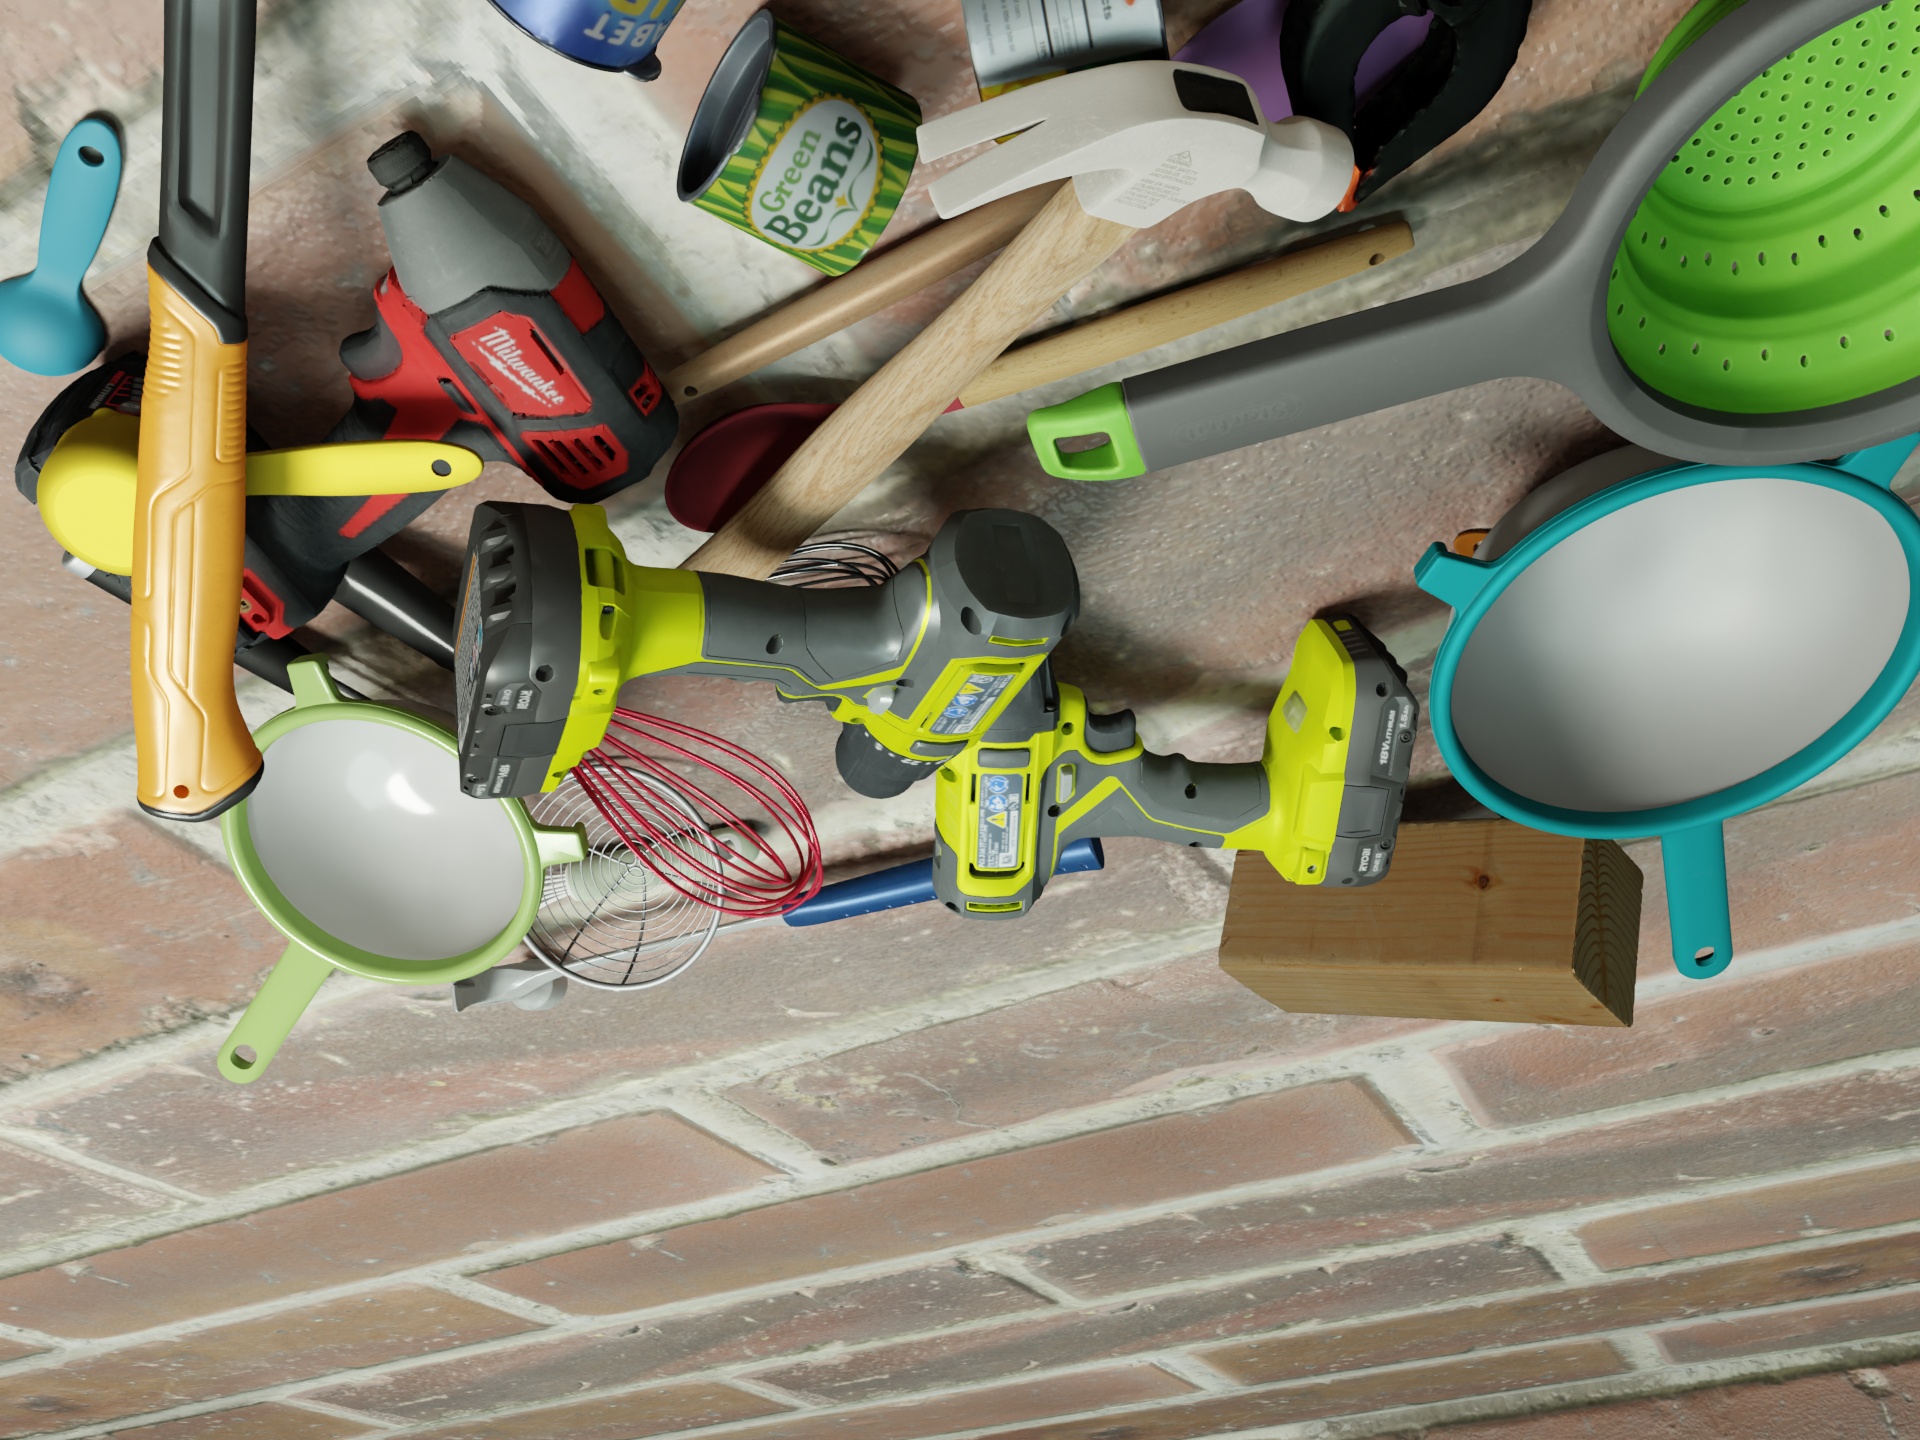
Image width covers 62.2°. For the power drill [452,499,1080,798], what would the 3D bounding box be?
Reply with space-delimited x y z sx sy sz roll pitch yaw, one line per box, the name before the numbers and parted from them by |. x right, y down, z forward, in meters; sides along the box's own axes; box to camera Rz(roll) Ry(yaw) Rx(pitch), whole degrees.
power drill | -0.085 -0.018 0.653 0.228 0.080 0.190 0 153 -23

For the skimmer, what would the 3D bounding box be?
skimmer | -0.271 0.025 0.796 0.127 0.090 0.362 -42 131 12

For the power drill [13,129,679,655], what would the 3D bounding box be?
power drill | -0.233 -0.120 0.603 0.219 0.079 0.143 -21 127 17

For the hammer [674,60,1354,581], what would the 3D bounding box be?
hammer | -0.021 -0.120 0.582 0.130 0.031 0.331 0 157 -39

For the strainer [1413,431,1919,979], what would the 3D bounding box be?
strainer | 0.330 -0.008 0.754 0.211 0.095 0.340 -17 132 13

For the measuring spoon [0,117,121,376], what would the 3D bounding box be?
measuring spoon | -0.330 -0.167 0.582 0.042 0.021 0.128 20 140 -28

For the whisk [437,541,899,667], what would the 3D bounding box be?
whisk | -0.141 -0.045 0.747 0.239 0.055 0.055 -6 144 13

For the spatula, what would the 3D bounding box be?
spatula | 0.018 -0.185 0.579 0.316 0.018 0.059 -22 138 21

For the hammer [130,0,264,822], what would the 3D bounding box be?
hammer | -0.258 -0.117 0.517 0.127 0.034 0.336 5 116 -17

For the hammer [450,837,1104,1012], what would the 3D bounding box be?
hammer | -0.115 0.119 0.956 0.405 0.035 0.144 -15 169 11

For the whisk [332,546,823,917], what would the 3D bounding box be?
whisk | -0.185 -0.004 0.731 0.295 0.073 0.073 36 133 -12

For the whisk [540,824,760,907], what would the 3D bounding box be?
whisk | -0.236 0.097 0.945 0.246 0.058 0.059 -12 178 9

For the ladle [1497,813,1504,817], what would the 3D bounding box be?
ladle | 0.426 -0.021 0.827 0.320 0.062 0.078 -26 137 19

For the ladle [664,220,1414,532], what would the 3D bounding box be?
ladle | 0.023 -0.141 0.638 0.315 0.031 0.069 -16 152 15

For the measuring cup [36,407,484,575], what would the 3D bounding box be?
measuring cup | -0.250 -0.081 0.568 0.156 0.029 0.062 -4 129 2

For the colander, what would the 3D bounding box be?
colander | 0.213 -0.169 0.544 0.397 0.095 0.204 -13 143 12

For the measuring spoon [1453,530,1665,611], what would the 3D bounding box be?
measuring spoon | 0.287 -0.074 0.763 0.117 0.011 0.021 13 128 -15

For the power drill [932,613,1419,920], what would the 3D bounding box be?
power drill | 0.099 0.013 0.780 0.223 0.080 0.171 -1 118 -6

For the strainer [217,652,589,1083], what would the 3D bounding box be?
strainer | -0.290 0.081 0.770 0.151 0.069 0.256 35 117 -11
